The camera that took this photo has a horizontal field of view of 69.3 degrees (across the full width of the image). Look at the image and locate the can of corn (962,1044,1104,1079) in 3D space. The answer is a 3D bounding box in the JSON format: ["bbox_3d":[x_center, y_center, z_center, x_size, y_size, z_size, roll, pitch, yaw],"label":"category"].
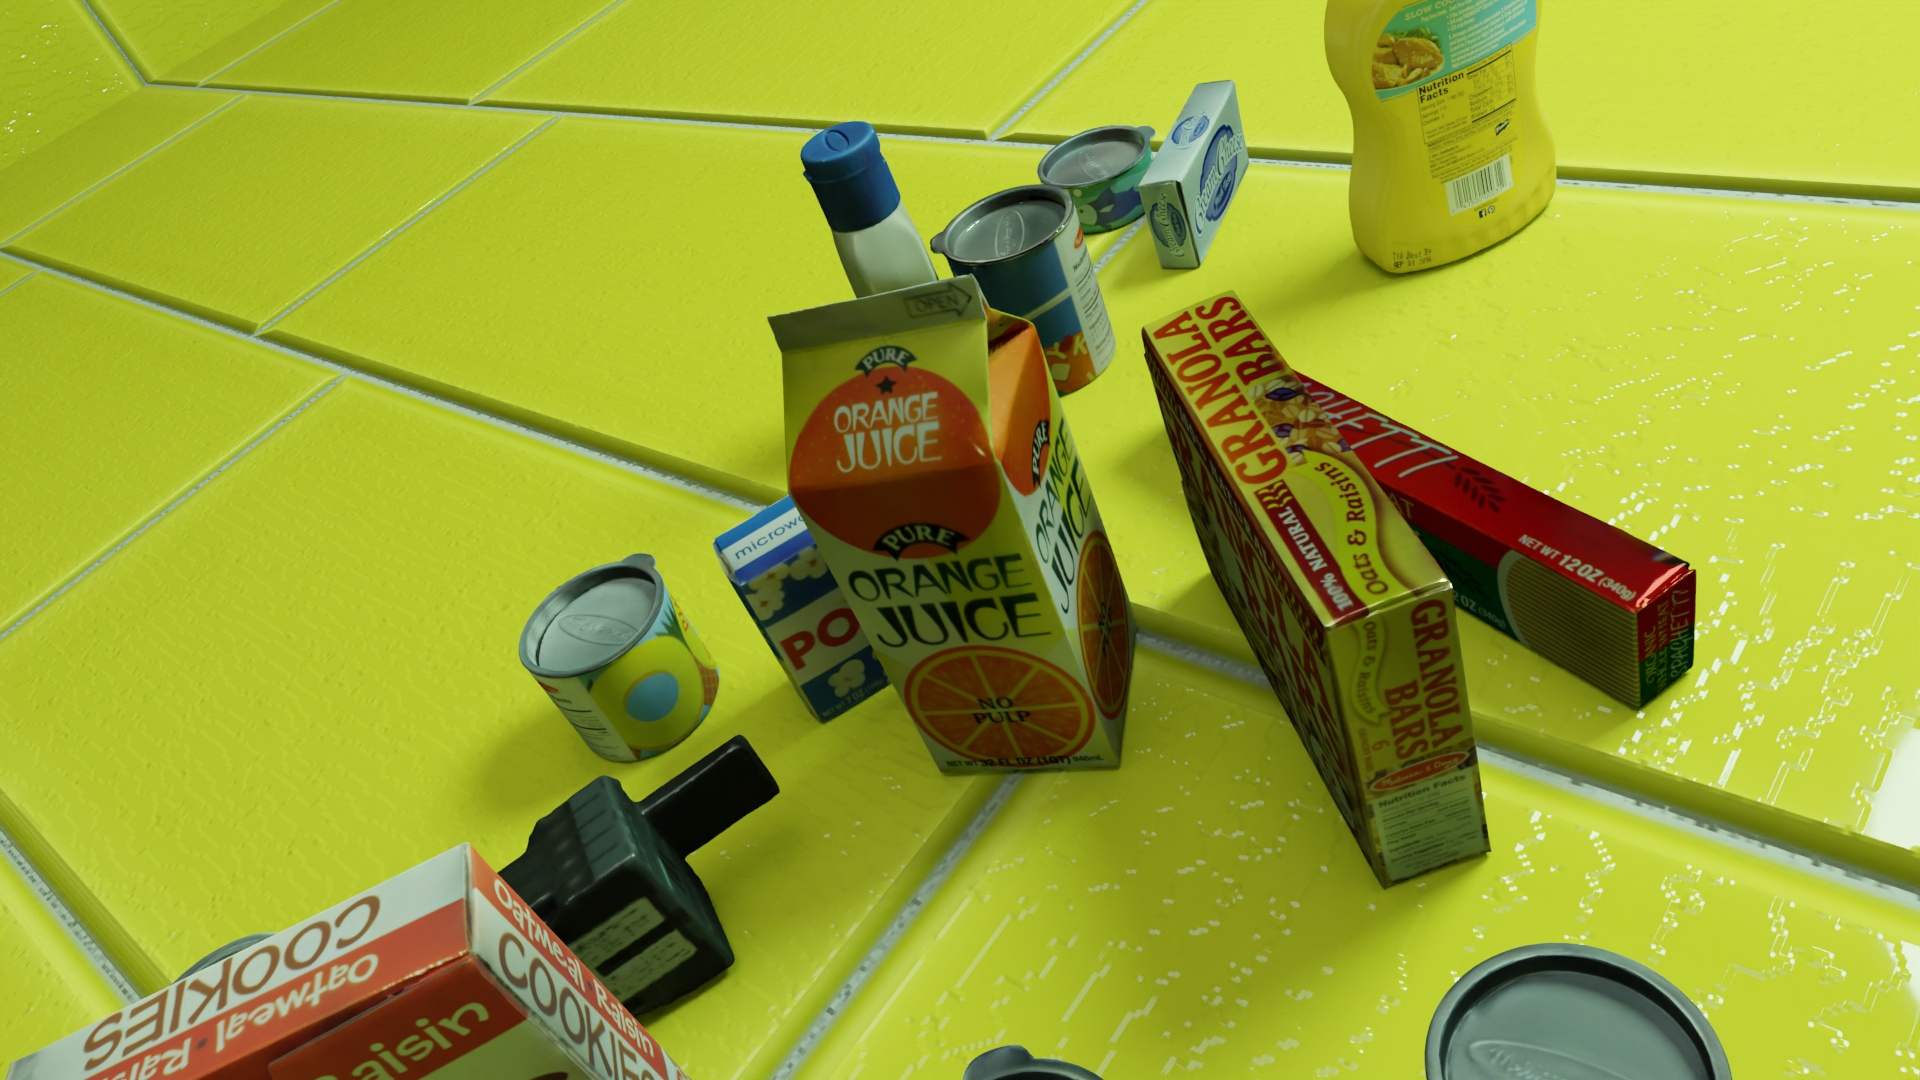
[{"bbox_3d":[0.024,0.179,0.364,0.071,0.058,0.071,-14,40,12],"label":"can of corn"}]

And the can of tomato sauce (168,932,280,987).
[{"bbox_3d":[-0.220,0.182,0.462,0.071,0.082,0.071,-14,40,12],"label":"can of tomato sauce"}]

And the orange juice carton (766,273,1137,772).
[{"bbox_3d":[0.002,-0.006,0.479,0.072,0.191,0.073,-6,42,21],"label":"orange juice carton"}]

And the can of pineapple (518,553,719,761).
[{"bbox_3d":[-0.143,0.050,0.593,0.071,0.057,0.071,-14,40,12],"label":"can of pineapple"}]

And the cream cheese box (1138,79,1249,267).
[{"bbox_3d":[0.127,-0.197,0.744,0.024,0.053,0.104,4,46,30],"label":"cream cheese box"}]

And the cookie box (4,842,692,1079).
[{"bbox_3d":[-0.143,0.168,0.373,0.123,0.166,0.040,-26,39,-3],"label":"cookie box"}]

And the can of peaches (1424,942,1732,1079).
[{"bbox_3d":[0.150,0.145,0.340,0.071,0.057,0.071,-14,40,12],"label":"can of peaches"}]

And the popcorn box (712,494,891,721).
[{"bbox_3d":[-0.025,0.006,0.564,0.127,0.085,0.038,-31,39,-9],"label":"popcorn box"}]

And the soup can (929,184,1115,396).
[{"bbox_3d":[0.032,-0.120,0.680,0.071,0.083,0.072,-14,40,12],"label":"soup can"}]

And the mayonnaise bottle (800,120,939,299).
[{"bbox_3d":[-0.032,-0.128,0.670,0.041,0.147,0.065,-27,39,-4],"label":"mayonnaise bottle"}]

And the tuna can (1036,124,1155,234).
[{"bbox_3d":[0.082,-0.208,0.796,0.071,0.032,0.071,-14,40,12],"label":"tuna can"}]

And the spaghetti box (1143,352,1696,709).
[{"bbox_3d":[0.159,-0.021,0.531,0.029,0.050,0.251,-35,40,-14],"label":"spaghetti box"}]

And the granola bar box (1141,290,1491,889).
[{"bbox_3d":[0.113,0.011,0.458,0.039,0.123,0.166,-22,39,3],"label":"granola bar box"}]
